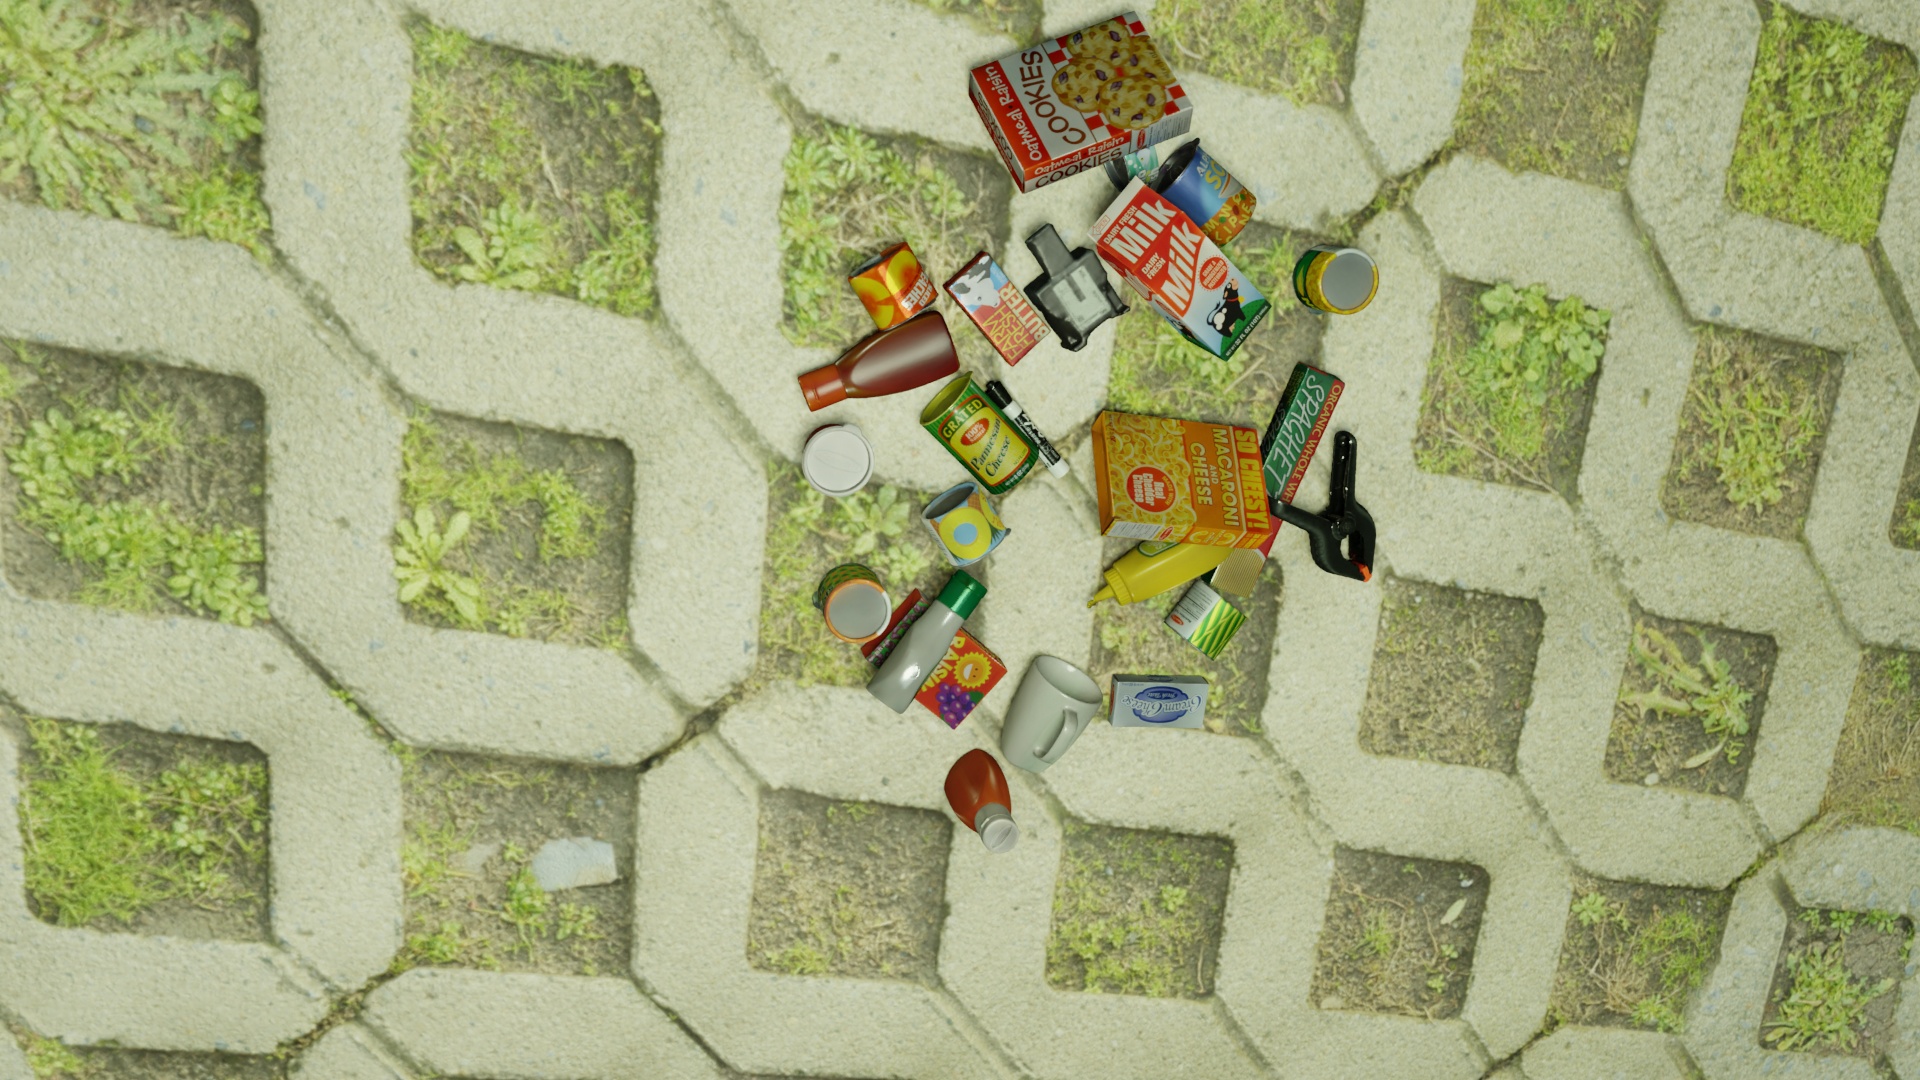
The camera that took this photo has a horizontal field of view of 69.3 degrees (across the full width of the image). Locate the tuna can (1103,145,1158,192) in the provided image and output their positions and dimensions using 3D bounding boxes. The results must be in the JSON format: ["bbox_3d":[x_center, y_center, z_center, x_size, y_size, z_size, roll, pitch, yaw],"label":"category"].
[{"bbox_3d":[0.158,-0.360,1.302,0.033,0.071,0.071,-24,108,-6],"label":"tuna can"}]

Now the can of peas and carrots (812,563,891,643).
[{"bbox_3d":[-0.106,0.061,1.358,0.071,0.059,0.070,-3,105,-12],"label":"can of peas and carrots"}]

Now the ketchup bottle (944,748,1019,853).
[{"bbox_3d":[0.024,0.264,1.393,0.043,0.149,0.064,37,94,-18],"label":"ketchup bottle"}]

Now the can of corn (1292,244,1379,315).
[{"bbox_3d":[0.373,-0.257,1.384,0.071,0.058,0.071,-3,105,-12],"label":"can of corn"}]

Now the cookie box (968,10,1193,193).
[{"bbox_3d":[0.107,-0.398,1.262,0.168,0.040,0.123,-22,69,-6],"label":"cookie box"}]

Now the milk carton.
[{"bbox_3d":[0.201,-0.258,1.314,0.190,0.073,0.072,37,95,-33],"label":"milk carton"}]

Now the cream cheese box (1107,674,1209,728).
[{"bbox_3d":[0.210,0.171,1.477,0.104,0.024,0.053,2,105,-13],"label":"cream cheese box"}]

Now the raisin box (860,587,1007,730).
[{"bbox_3d":[-0.026,0.121,1.402,0.123,0.040,0.086,41,92,-18],"label":"raisin box"}]

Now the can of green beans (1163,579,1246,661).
[{"bbox_3d":[0.254,0.083,1.442,0.071,0.071,0.058,37,94,-19],"label":"can of green beans"}]

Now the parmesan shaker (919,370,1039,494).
[{"bbox_3d":[0.021,-0.103,1.340,0.071,0.071,0.103,-46,109,2],"label":"parmesan shaker"}]

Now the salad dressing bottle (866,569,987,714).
[{"bbox_3d":[-0.031,0.096,1.343,0.044,0.064,0.148,37,86,-9],"label":"salad dressing bottle"}]

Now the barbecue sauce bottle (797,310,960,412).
[{"bbox_3d":[-0.079,-0.164,1.313,0.149,0.044,0.064,-22,108,-6],"label":"barbecue sauce bottle"}]

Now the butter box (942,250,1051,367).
[{"bbox_3d":[0.036,-0.222,1.334,0.053,0.024,0.103,-42,109,0],"label":"butter box"}]

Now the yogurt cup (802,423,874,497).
[{"bbox_3d":[-0.119,-0.080,1.320,0.072,0.054,0.072,-3,105,-12],"label":"yogurt cup"}]

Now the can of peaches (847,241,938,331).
[{"bbox_3d":[-0.061,-0.236,1.284,0.071,0.071,0.058,-33,108,-2],"label":"can of peaches"}]

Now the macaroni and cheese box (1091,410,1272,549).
[{"bbox_3d":[0.218,-0.059,1.376,0.167,0.040,0.124,5,62,-15],"label":"macaroni and cheese box"}]

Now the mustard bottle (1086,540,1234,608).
[{"bbox_3d":[0.198,0.027,1.416,0.160,0.065,0.048,-29,112,-2],"label":"mustard bottle"}]

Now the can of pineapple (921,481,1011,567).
[{"bbox_3d":[0.005,-0.017,1.358,0.071,0.071,0.057,-34,109,-2],"label":"can of pineapple"}]

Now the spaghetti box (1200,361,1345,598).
[{"bbox_3d":[0.323,-0.061,1.440,0.050,0.029,0.249,20,99,-18],"label":"spaghetti box"}]

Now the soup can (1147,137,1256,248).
[{"bbox_3d":[0.233,-0.331,1.327,0.083,0.071,0.071,35,95,-19],"label":"soup can"}]
